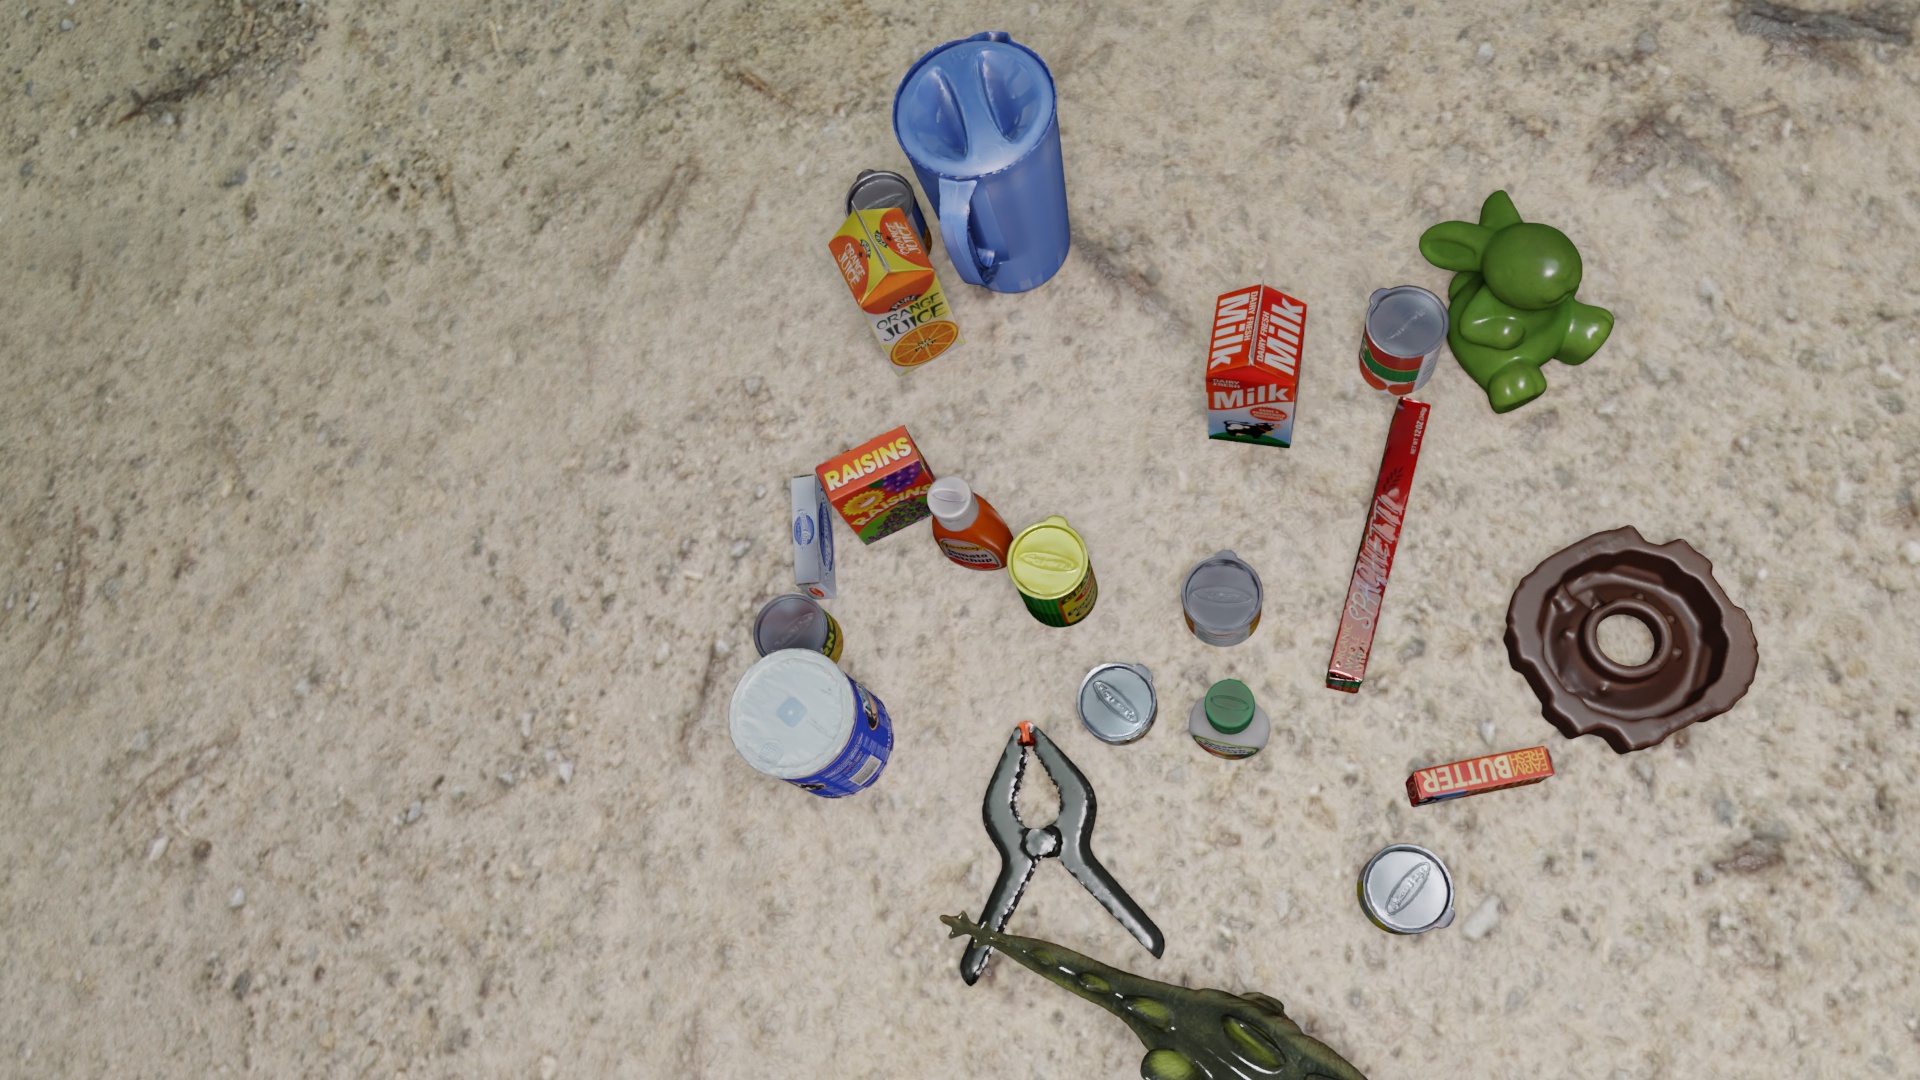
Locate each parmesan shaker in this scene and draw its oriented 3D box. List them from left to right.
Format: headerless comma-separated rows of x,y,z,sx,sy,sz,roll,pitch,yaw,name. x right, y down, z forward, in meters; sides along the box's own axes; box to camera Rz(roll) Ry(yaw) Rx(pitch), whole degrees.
0.080,0.028,1.167,0.071,0.103,0.071,-3,72,10,parmesan shaker

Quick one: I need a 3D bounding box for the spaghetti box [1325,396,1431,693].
0.346,0.004,1.152,0.029,0.050,0.250,14,76,15,spaghetti box

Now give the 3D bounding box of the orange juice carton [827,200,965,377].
-0.058,-0.225,1.227,0.073,0.192,0.072,-27,70,2,orange juice carton

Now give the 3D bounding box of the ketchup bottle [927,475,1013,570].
0.004,-0.015,1.171,0.065,0.148,0.043,9,75,14,ketchup bottle

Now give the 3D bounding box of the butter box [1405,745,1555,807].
0.403,0.184,1.082,0.103,0.053,0.024,-13,71,7,butter box

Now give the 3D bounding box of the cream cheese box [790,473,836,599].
-0.131,-0.002,1.244,0.024,0.053,0.104,-8,71,9,cream cheese box

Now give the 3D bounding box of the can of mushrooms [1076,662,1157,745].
0.133,0.135,1.159,0.071,0.033,0.071,-3,72,10,can of mushrooms

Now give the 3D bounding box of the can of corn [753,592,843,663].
-0.139,0.087,1.214,0.071,0.058,0.071,-3,72,10,can of corn

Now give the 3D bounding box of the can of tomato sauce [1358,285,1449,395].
0.375,-0.170,1.185,0.071,0.083,0.071,-3,72,10,can of tomato sauce

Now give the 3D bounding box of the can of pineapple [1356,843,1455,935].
0.340,0.270,1.063,0.071,0.057,0.071,-3,72,10,can of pineapple

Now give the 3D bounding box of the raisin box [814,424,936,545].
-0.067,-0.047,1.208,0.086,0.123,0.040,-25,70,3,raisin box

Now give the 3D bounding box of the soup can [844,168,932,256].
-0.068,-0.300,1.311,0.071,0.083,0.071,-3,72,10,soup can

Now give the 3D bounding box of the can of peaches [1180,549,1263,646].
0.219,0.049,1.158,0.071,0.058,0.071,-3,72,10,can of peaches

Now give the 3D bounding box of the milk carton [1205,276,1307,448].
0.243,-0.144,1.145,0.073,0.190,0.072,8,75,13,milk carton

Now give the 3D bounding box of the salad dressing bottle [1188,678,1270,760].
0.209,0.139,1.083,0.064,0.147,0.044,11,76,14,salad dressing bottle
